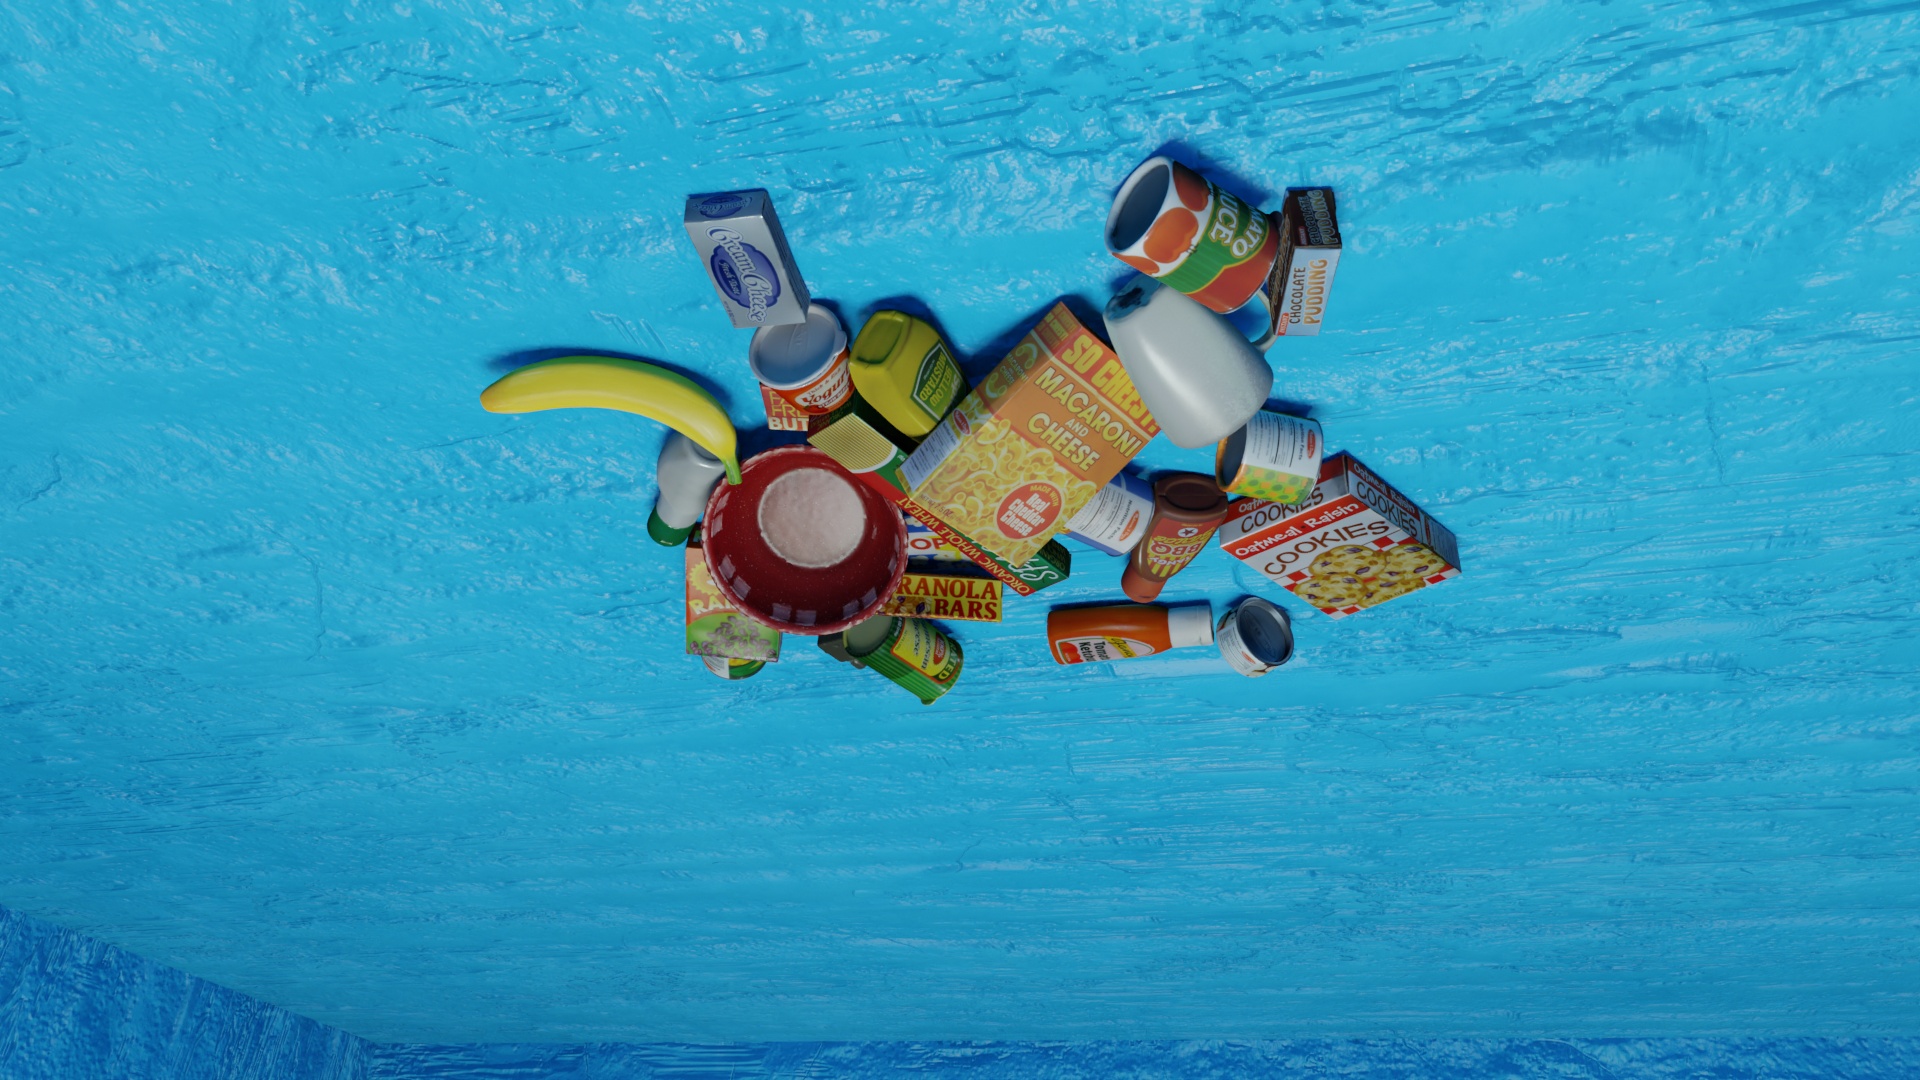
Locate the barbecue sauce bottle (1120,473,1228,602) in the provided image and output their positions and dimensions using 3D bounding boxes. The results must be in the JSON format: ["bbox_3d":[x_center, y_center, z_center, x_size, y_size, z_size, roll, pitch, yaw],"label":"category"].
[{"bbox_3d":[0.169,0.001,1.148,0.065,0.044,0.147,0,150,-11],"label":"barbecue sauce bottle"}]

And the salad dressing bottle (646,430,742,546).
[{"bbox_3d":[-0.220,-0.042,1.121,0.064,0.044,0.147,15,148,-19],"label":"salad dressing bottle"}]

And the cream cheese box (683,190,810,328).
[{"bbox_3d":[-0.138,-0.182,0.905,0.053,0.024,0.103,-4,148,10],"label":"cream cheese box"}]

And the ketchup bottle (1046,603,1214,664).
[{"bbox_3d":[0.158,0.084,1.282,0.149,0.044,0.064,-6,146,15],"label":"ketchup bottle"}]

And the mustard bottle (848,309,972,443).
[{"bbox_3d":[-0.020,-0.100,0.988,0.049,0.065,0.160,15,162,34],"label":"mustard bottle"}]

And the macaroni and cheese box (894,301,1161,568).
[{"bbox_3d":[0.055,-0.071,0.977,0.166,0.040,0.123,-45,132,14],"label":"macaroni and cheese box"}]

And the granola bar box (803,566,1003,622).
[{"bbox_3d":[-0.046,0.047,1.201,0.166,0.039,0.124,3,177,1],"label":"granola bar box"}]

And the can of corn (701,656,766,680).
[{"bbox_3d":[-0.211,0.088,1.310,0.071,0.071,0.058,6,147,-4],"label":"can of corn"}]

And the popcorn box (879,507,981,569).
[{"bbox_3d":[0.004,-0.014,1.145,0.127,0.038,0.085,-3,146,10],"label":"popcorn box"}]

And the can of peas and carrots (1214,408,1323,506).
[{"bbox_3d":[0.225,-0.061,1.020,0.059,0.071,0.070,11,147,-9],"label":"can of peas and carrots"}]

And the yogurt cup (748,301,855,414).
[{"bbox_3d":[-0.105,-0.123,0.961,0.072,0.072,0.053,-6,155,15],"label":"yogurt cup"}]

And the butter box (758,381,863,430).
[{"bbox_3d":[-0.094,-0.104,1.025,0.103,0.024,0.053,3,148,1],"label":"butter box"}]

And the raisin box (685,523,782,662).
[{"bbox_3d":[-0.198,0.047,1.226,0.086,0.040,0.122,6,127,-3],"label":"raisin box"}]

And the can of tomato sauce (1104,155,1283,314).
[{"bbox_3d":[0.139,-0.184,0.832,0.083,0.071,0.071,22,144,-25],"label":"can of tomato sauce"}]

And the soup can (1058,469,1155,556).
[{"bbox_3d":[0.097,-0.033,1.083,0.084,0.072,0.071,23,143,-26],"label":"soup can"}]

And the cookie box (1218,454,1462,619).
[{"bbox_3d":[0.310,0.000,1.136,0.167,0.040,0.122,28,141,-35],"label":"cookie box"}]

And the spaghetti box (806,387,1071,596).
[{"bbox_3d":[-0.010,-0.031,1.061,0.050,0.029,0.249,-26,133,35],"label":"spaghetti box"}]

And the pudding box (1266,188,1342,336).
[{"bbox_3d":[0.212,-0.171,0.860,0.030,0.050,0.083,0,149,2],"label":"pudding box"}]

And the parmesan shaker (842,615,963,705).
[{"bbox_3d":[-0.054,0.103,1.309,0.071,0.071,0.103,-19,141,32],"label":"parmesan shaker"}]

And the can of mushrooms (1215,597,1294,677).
[{"bbox_3d":[0.268,0.087,1.257,0.071,0.071,0.033,19,145,-23],"label":"can of mushrooms"}]
